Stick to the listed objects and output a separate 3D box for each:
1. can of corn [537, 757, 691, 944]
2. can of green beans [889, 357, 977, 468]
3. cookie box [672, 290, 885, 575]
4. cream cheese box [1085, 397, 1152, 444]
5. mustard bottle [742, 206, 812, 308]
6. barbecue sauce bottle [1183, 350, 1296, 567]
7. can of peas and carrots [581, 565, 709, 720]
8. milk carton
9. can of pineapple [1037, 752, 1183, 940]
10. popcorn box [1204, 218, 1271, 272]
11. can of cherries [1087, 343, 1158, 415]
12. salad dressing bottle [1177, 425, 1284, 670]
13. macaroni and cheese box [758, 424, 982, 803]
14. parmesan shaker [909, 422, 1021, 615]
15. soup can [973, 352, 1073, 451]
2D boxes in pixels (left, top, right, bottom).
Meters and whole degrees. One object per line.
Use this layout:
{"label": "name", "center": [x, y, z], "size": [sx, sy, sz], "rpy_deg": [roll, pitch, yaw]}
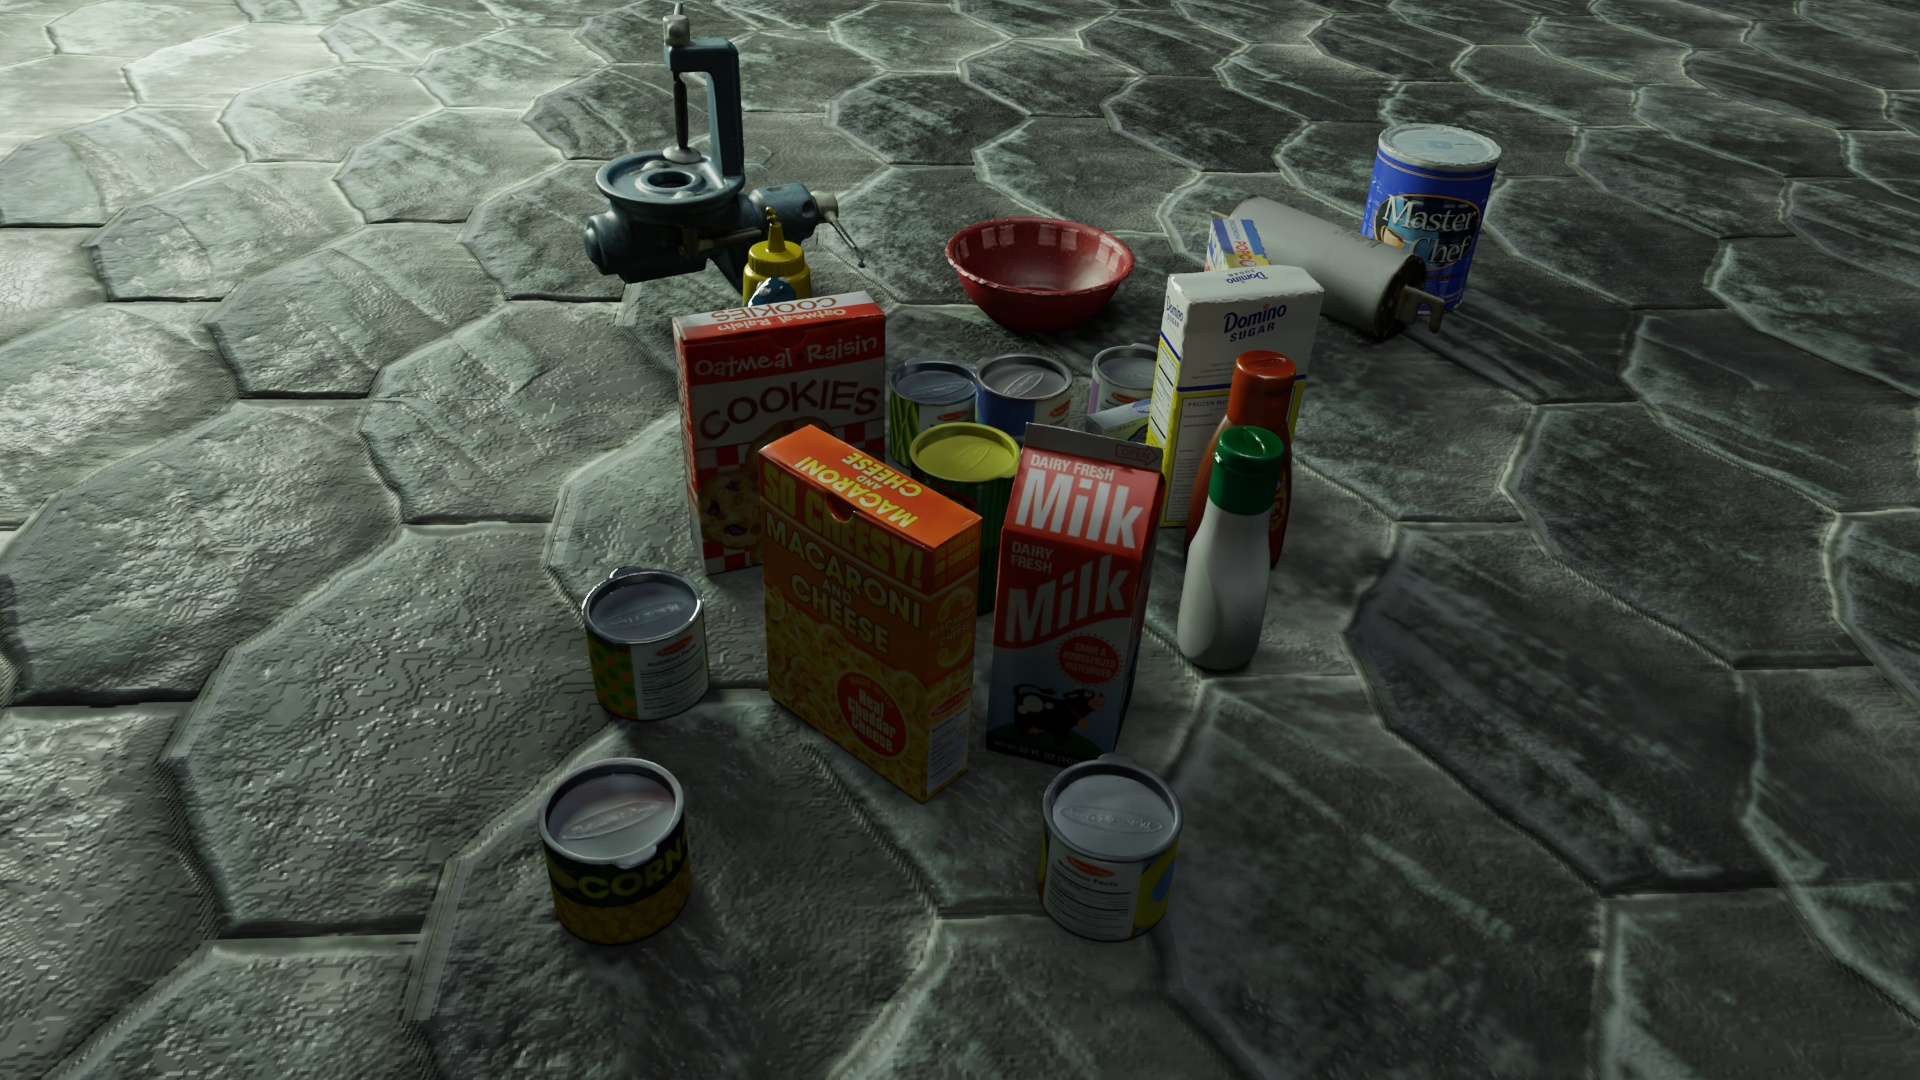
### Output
{"label": "can of corn", "center": [-0.161, 0.148, 0.655], "size": [0.071, 0.058, 0.071], "rpy_deg": [2, 35, -1]}
{"label": "can of green beans", "center": [-0.018, -0.090, 1.001], "size": [0.071, 0.057, 0.071], "rpy_deg": [2, 35, -1]}
{"label": "cookie box", "center": [-0.109, -0.066, 0.867], "size": [0.123, 0.166, 0.040], "rpy_deg": [-12, 38, -20]}
{"label": "cream cheese box", "center": [0.134, -0.073, 0.992], "size": [0.104, 0.053, 0.024], "rpy_deg": [-18, 40, -26]}
{"label": "mustard bottle", "center": [-0.132, -0.165, 1.011], "size": [0.049, 0.159, 0.066], "rpy_deg": [7, 35, 7]}
{"label": "barbecue sauce bottle", "center": [0.181, -0.047, 0.875], "size": [0.065, 0.147, 0.044], "rpy_deg": [-9, 37, -16]}
{"label": "can of peas and carrots", "center": [-0.177, 0.057, 0.782], "size": [0.071, 0.058, 0.071], "rpy_deg": [2, 35, -1]}
{"label": "milk carton", "center": [0.061, 0.025, 0.730], "size": [0.072, 0.189, 0.074], "rpy_deg": [11, 36, 12]}
{"label": "can of pineapple", "center": [0.072, 0.148, 0.671], "size": [0.071, 0.057, 0.071], "rpy_deg": [2, 35, -1]}
{"label": "popcorn box", "center": [0.230, -0.205, 1.157], "size": [0.038, 0.084, 0.127], "rpy_deg": [2, 35, -1]}
{"label": "can of cherries", "center": [0.130, -0.105, 1.032], "size": [0.071, 0.058, 0.072], "rpy_deg": [2, 35, -1]}
{"label": "salad dressing bottle", "center": [0.156, 0.006, 0.801], "size": [0.044, 0.146, 0.064], "rpy_deg": [-5, 36, -10]}
{"label": "macaroni and cheese box", "center": [-0.049, 0.039, 0.723], "size": [0.124, 0.165, 0.040], "rpy_deg": [29, 43, 32]}
{"label": "parmesan shaker", "center": [0.003, -0.011, 0.852], "size": [0.071, 0.102, 0.072], "rpy_deg": [2, 35, -1]}
{"label": "soup can", "center": [0.040, -0.080, 0.968], "size": [0.071, 0.083, 0.072], "rpy_deg": [2, 35, -1]}
